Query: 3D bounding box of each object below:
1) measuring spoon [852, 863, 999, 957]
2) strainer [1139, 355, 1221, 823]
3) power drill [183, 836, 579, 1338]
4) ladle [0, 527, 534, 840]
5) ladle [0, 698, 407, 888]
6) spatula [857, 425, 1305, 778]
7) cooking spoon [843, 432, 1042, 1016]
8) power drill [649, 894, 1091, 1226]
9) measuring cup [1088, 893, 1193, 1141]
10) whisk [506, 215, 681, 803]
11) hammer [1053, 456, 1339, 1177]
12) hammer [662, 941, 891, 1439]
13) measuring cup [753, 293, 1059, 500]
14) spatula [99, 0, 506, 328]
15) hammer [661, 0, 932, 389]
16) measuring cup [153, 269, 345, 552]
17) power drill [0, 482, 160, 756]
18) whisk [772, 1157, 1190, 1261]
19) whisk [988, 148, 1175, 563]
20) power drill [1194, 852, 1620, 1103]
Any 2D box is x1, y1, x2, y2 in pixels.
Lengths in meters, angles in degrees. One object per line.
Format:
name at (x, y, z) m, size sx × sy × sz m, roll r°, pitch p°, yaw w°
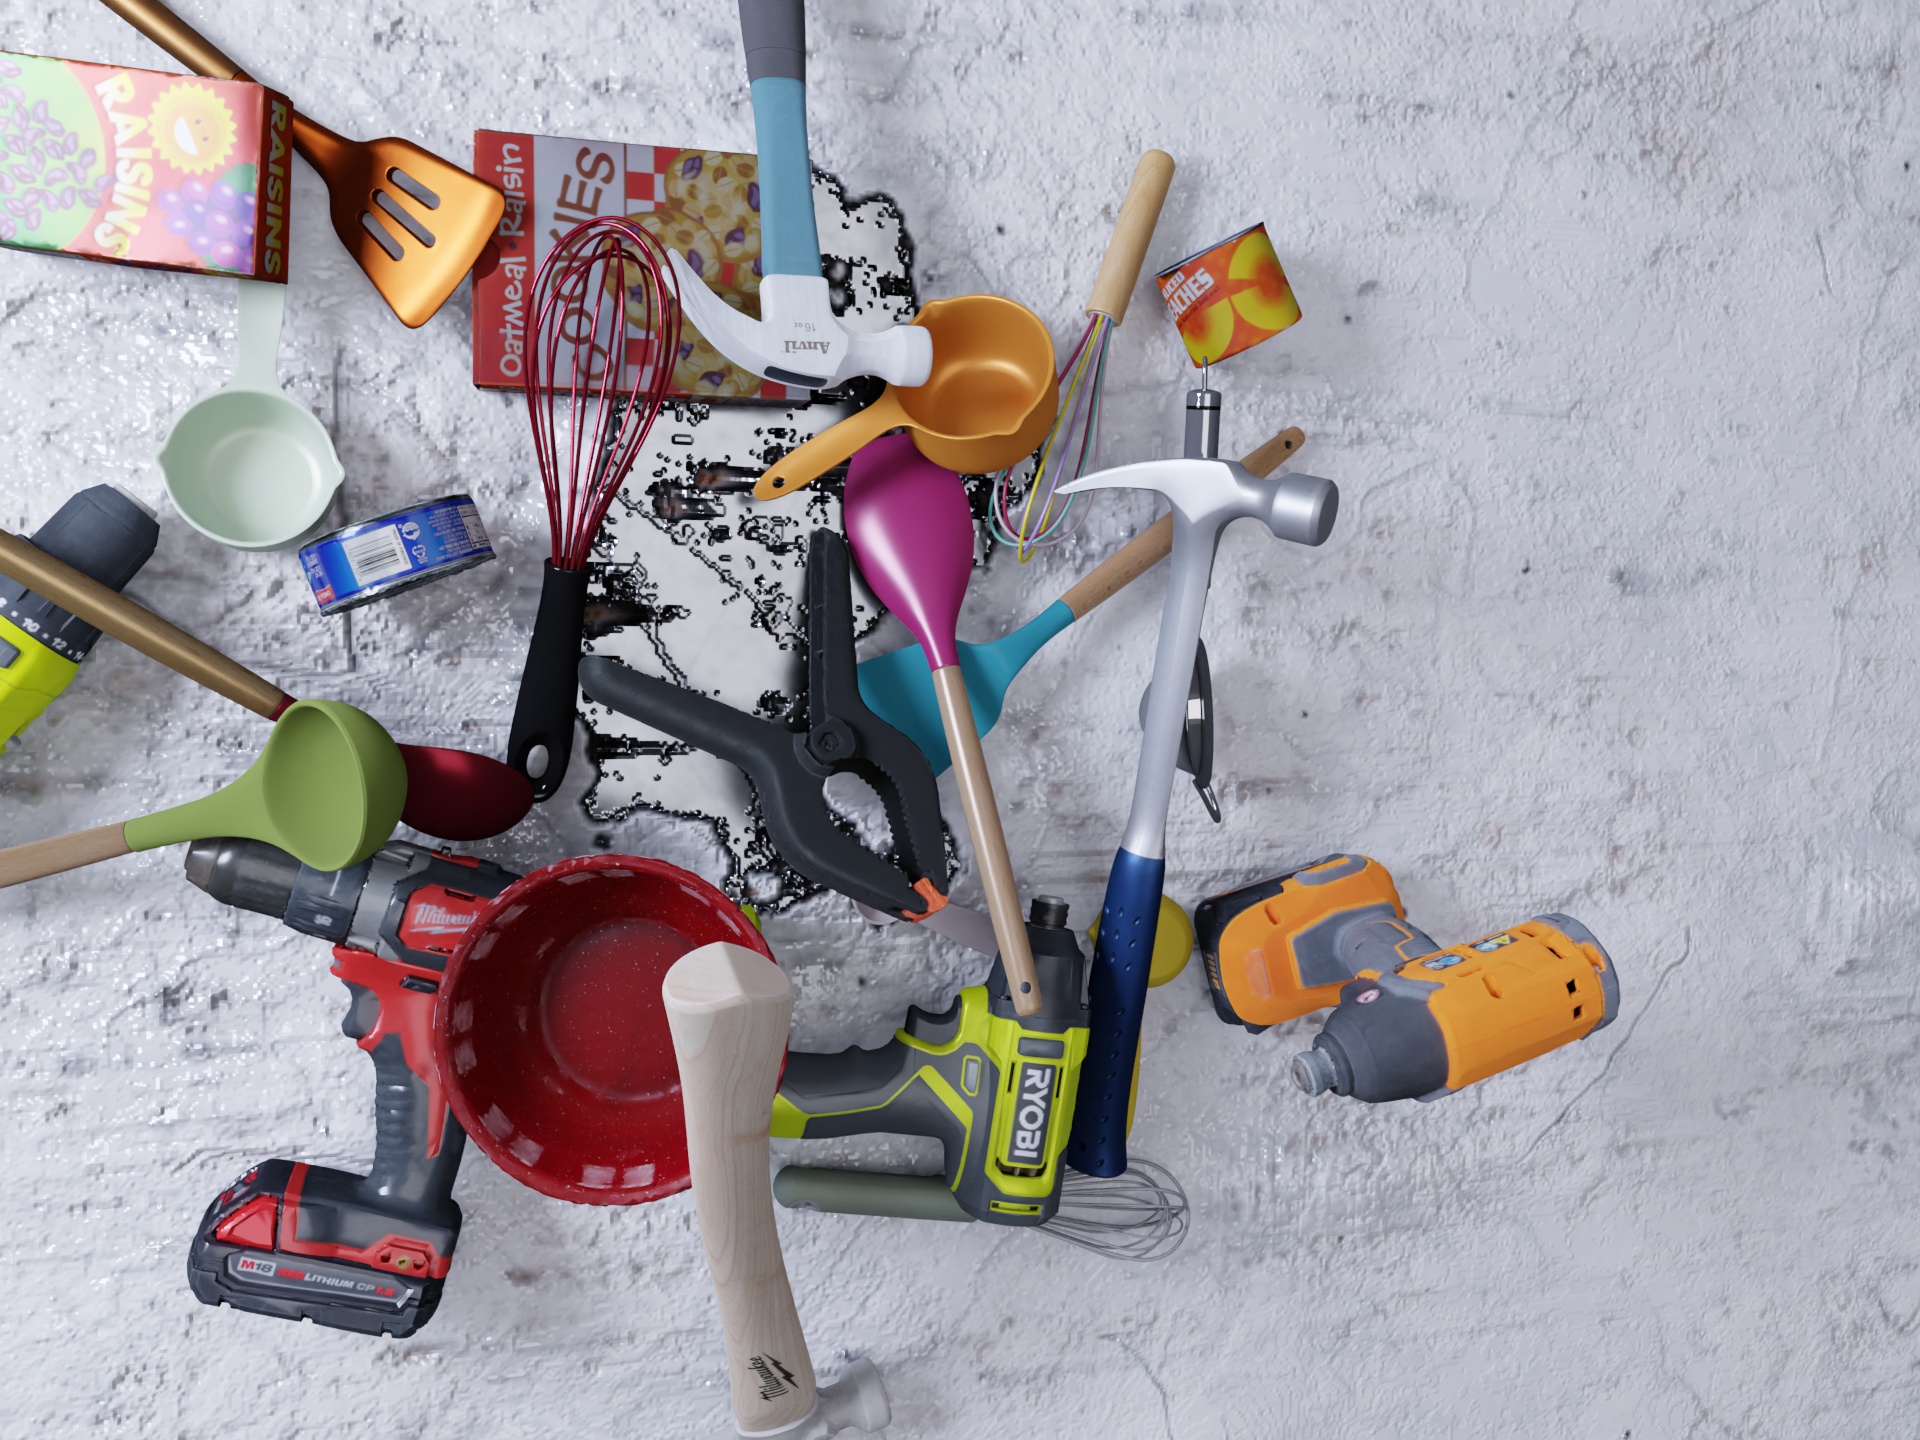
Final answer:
measuring spoon at (-0.008, 0.111, 0.894) m, size 0.124 × 0.018 × 0.034 m, roll 25°, pitch 87°, yaw -24°
strainer at (0.128, -0.070, 0.885) m, size 0.050 × 0.087 × 0.258 m, roll 5°, pitch 102°, yaw 16°
power drill at (-0.304, 0.165, 0.776) m, size 0.187 × 0.080 × 0.227 m, roll 19°, pitch 86°, yaw -17°
ladle at (-0.337, -0.022, 0.731) m, size 0.315 × 0.031 × 0.069 m, roll 35°, pitch 126°, yaw -28°
ladle at (-0.404, 0.059, 0.713) m, size 0.320 × 0.062 × 0.078 m, roll -14°, pitch 88°, yaw 0°
spatula at (0.073, -0.078, 0.899) m, size 0.317 × 0.044 × 0.082 m, roll -37°, pitch 102°, yaw -16°
cooking spoon at (-0.001, -0.003, 0.837) m, size 0.068 × 0.017 × 0.319 m, roll -13°, pitch 80°, yaw -5°
power drill at (-0.045, 0.167, 0.838) m, size 0.223 × 0.080 × 0.171 m, roll 9°, pitch 90°, yaw -11°
measuring cup at (0.102, 0.176, 0.921) m, size 0.062 × 0.029 × 0.156 m, roll 6°, pitch 91°, yaw -17°
whisk at (-0.189, -0.095, 0.774) m, size 0.073 × 0.073 × 0.295 m, roll 8°, pitch 110°, yaw -17°
hammer at (0.095, 0.058, 0.860) m, size 0.035 × 0.144 × 0.405 m, roll -19°, pitch 121°, yaw -57°
hammer at (-0.109, 0.253, 0.741) m, size 0.146 × 0.038 × 0.410 m, roll -16°, pitch 134°, yaw -18°
measuring cup at (-0.027, -0.153, 0.840) m, size 0.173 × 0.052 × 0.095 m, roll -31°, pitch 67°, yaw 0°
spatula at (-0.361, -0.314, 0.738) m, size 0.322 × 0.041 × 0.081 m, roll 37°, pitch 100°, yaw -15°
hammer at (-0.090, -0.328, 0.791) m, size 0.128 × 0.033 × 0.331 m, roll -3°, pitch 84°, yaw -19°
measuring cup at (-0.336, -0.162, 0.764) m, size 0.083 × 0.038 × 0.168 m, roll 3°, pitch 83°, yaw -16°
power drill at (-0.497, -0.079, 0.698) m, size 0.228 × 0.080 × 0.190 m, roll 41°, pitch 78°, yaw -18°
whisk at (0.016, 0.270, 0.899) m, size 0.246 × 0.057 × 0.059 m, roll 9°, pitch 57°, yaw -14°
whisk at (0.071, -0.202, 0.882) m, size 0.047 × 0.051 × 0.245 m, roll 26°, pitch 81°, yaw -48°
power drill at (0.211, 0.139, 0.848) m, size 0.164 × 0.226 × 0.084 m, roll -17°, pitch 99°, yaw -15°
